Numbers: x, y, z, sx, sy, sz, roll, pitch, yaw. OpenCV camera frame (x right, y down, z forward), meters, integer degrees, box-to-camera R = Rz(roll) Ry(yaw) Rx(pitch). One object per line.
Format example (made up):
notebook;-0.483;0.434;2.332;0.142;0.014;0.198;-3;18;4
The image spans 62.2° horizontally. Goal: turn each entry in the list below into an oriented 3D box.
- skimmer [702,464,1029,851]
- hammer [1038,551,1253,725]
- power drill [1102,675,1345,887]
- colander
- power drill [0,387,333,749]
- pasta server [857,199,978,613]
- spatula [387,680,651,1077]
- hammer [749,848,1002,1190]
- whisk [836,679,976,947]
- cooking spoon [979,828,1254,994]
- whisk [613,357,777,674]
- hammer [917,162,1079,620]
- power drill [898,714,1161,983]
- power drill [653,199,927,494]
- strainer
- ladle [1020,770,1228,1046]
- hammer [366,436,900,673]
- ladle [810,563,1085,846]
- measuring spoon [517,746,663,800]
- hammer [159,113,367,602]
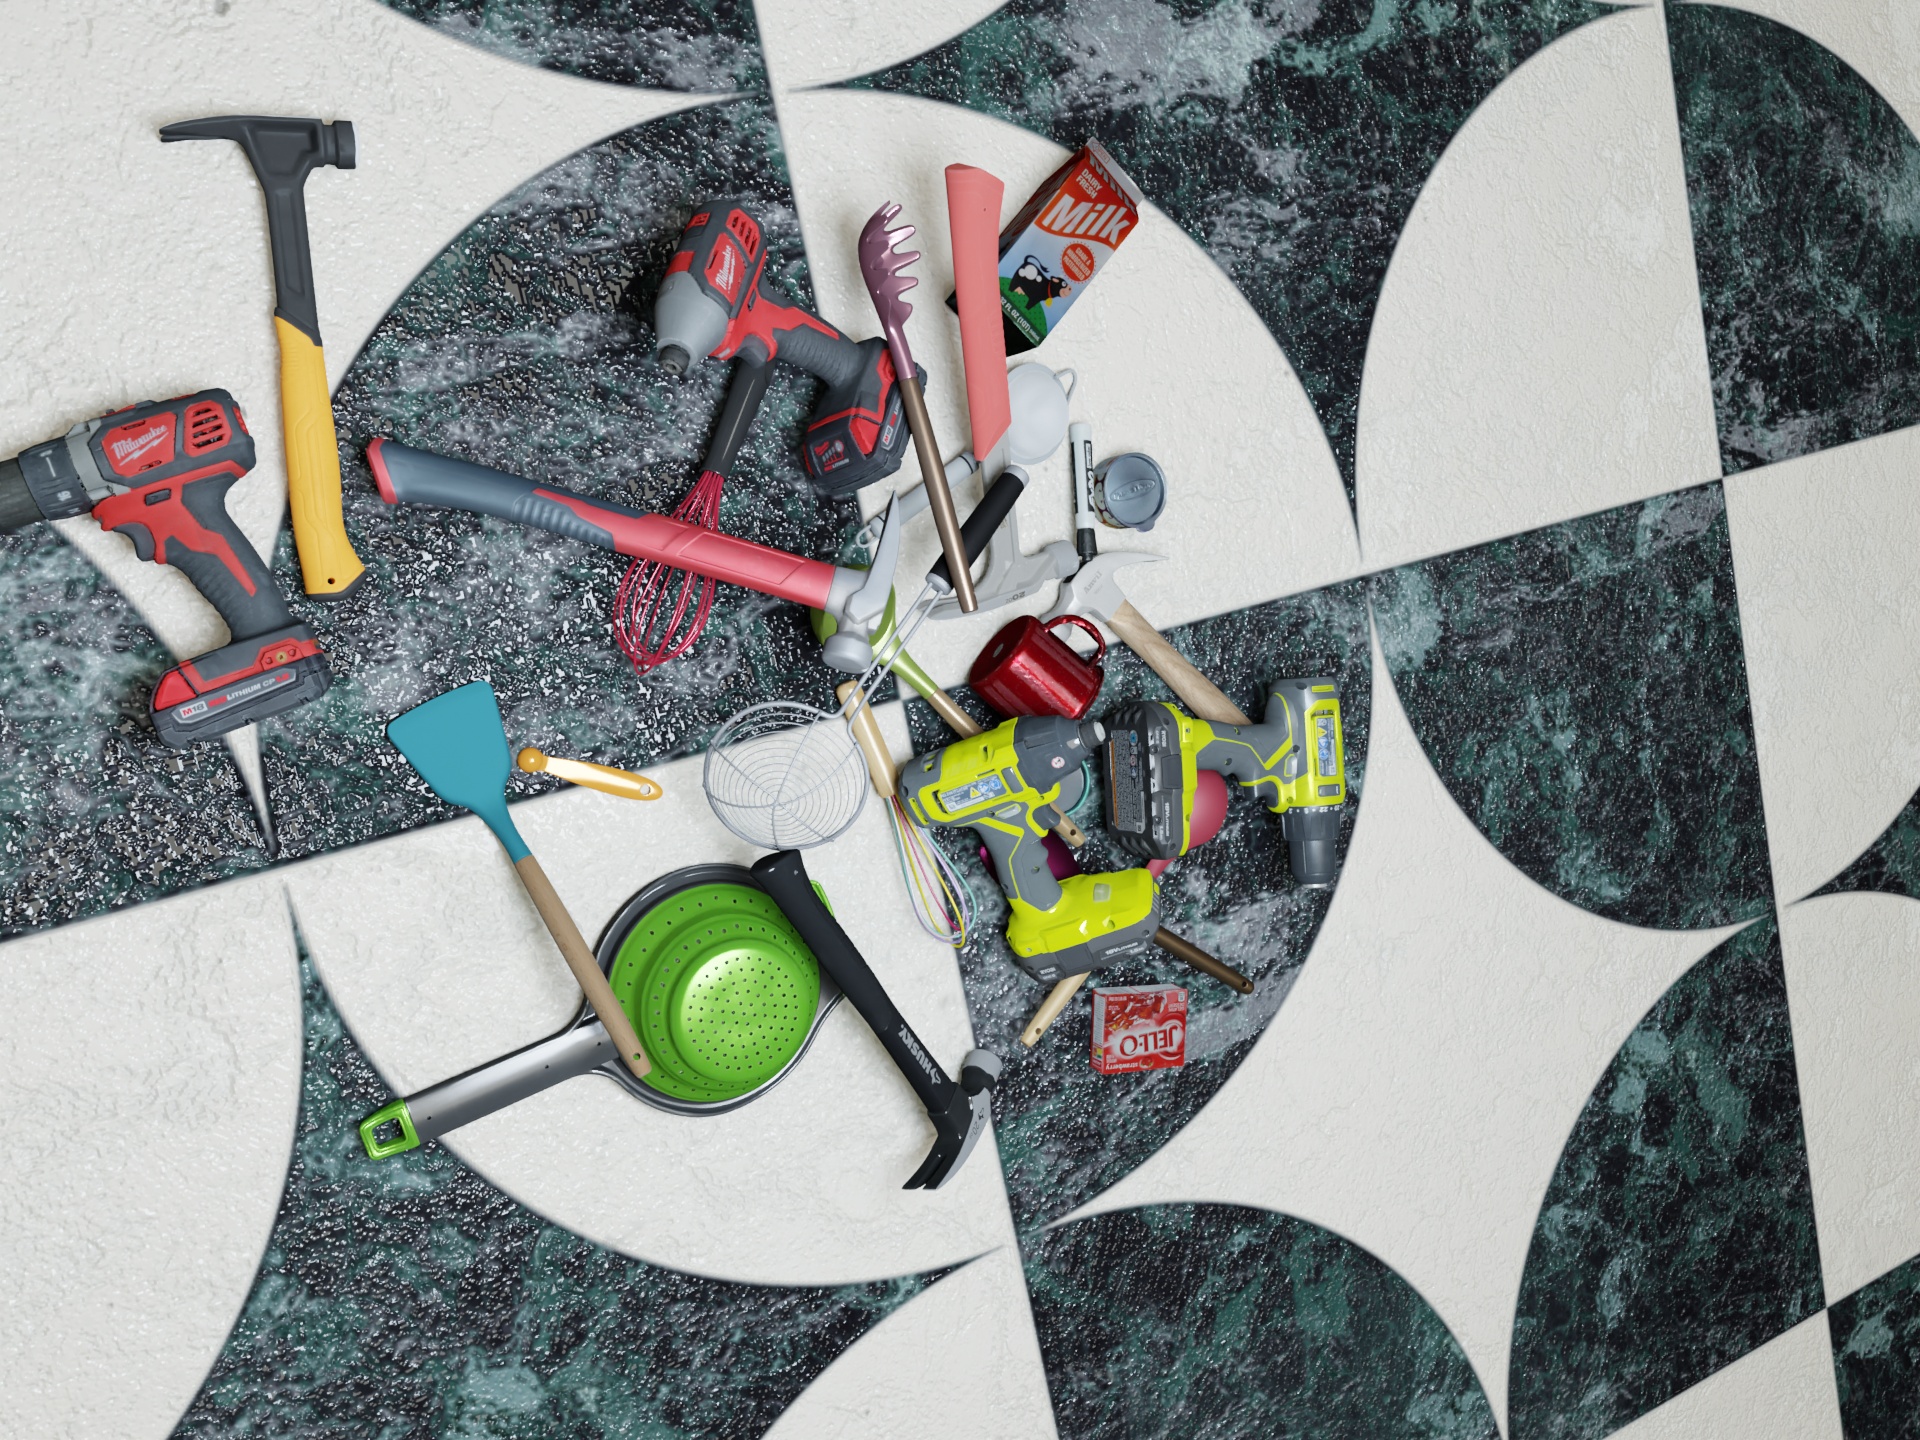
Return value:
skimmer;-0.063;-0.057;1.256;0.127;0.090;0.363;40;70;-15
hammer;0.215;-0.030;1.451;0.331;0.031;0.130;42;77;-22
power drill;0.245;0.061;1.410;0.228;0.080;0.190;-4;91;-27
colander;-0.254;0.247;1.216;0.397;0.094;0.204;-21;102;-22
power drill;-0.544;-0.095;1.071;0.188;0.080;0.226;-22;99;-17
pasta server;-0.026;-0.238;1.223;0.060;0.040;0.316;-20;95;-67
spatula;-0.312;0.124;1.177;0.082;0.044;0.317;-29;82;-24
hammer;-0.071;0.230;1.263;0.334;0.035;0.146;59;38;-29
whisk;-0.046;0.080;1.329;0.051;0.047;0.245;-22;99;0
cooking spoon;0.149;0.176;1.441;0.318;0.017;0.069;32;80;-22
whisk;-0.199;-0.173;1.236;0.073;0.073;0.296;24;78;-24
hammer;0.014;-0.258;1.276;0.149;0.037;0.358;-20;122;-22
power drill;0.073;0.101;1.316;0.171;0.080;0.223;-20;117;20
power drill;-0.135;-0.274;1.206;0.219;0.078;0.143;36;58;-35
strainer;0.015;-0.220;1.342;0.258;0.050;0.086;-38;122;-15
ladle;0.149;0.162;1.418;0.069;0.031;0.315;45;70;-17
hammer;-0.237;-0.153;1.174;0.386;0.038;0.143;16;73;-8
ladle;-0.002;-0.004;1.319;0.320;0.062;0.078;45;80;-14
measuring spoon;-0.285;0.043;1.233;0.116;0.011;0.021;17;86;-25
hammer;-0.470;-0.250;1.116;0.127;0.034;0.337;-8;97;-25
